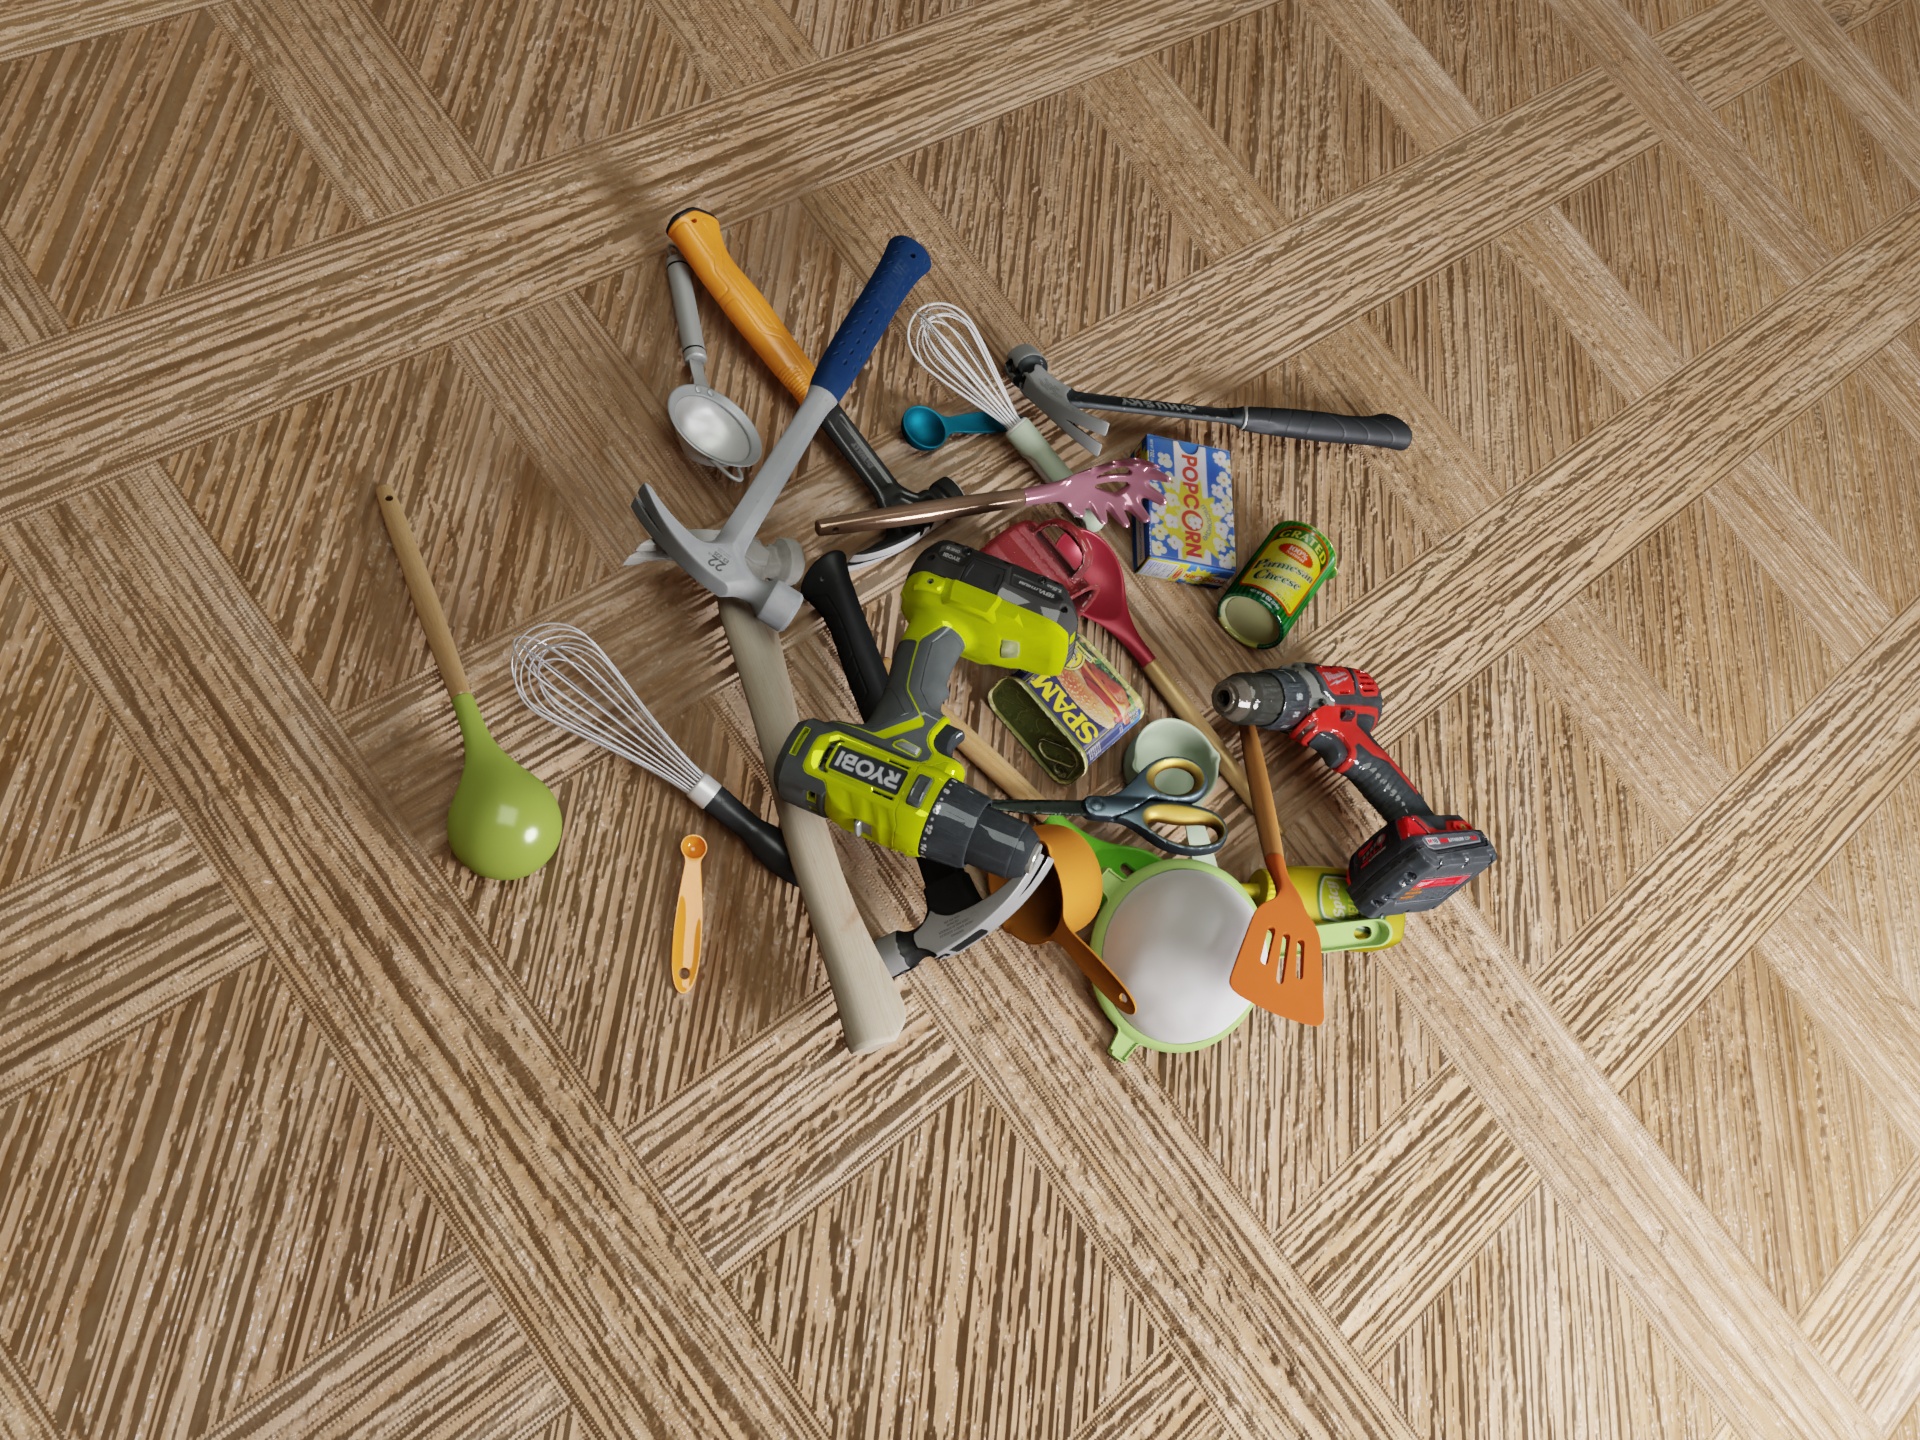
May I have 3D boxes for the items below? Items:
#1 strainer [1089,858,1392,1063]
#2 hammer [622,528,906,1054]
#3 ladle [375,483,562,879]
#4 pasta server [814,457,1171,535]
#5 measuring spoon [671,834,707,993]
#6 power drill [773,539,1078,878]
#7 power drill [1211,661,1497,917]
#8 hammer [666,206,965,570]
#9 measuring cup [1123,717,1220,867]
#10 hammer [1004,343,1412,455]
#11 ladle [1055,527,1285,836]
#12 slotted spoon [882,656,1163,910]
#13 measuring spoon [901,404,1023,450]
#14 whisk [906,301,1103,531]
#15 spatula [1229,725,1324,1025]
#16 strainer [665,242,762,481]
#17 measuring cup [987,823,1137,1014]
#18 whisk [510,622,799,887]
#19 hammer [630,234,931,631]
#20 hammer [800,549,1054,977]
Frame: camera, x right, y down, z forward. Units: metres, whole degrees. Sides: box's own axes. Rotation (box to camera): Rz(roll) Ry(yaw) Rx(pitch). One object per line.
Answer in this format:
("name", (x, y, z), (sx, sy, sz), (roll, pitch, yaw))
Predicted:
("strainer", (0.229, 0.179, 1.228), (0.256, 0.069, 0.151), (-4, 90, -15))
("hammer", (-0.131, 0.044, 1.164), (0.146, 0.038, 0.411), (-2, 66, -41))
("ladle", (-0.367, -0.032, 1.145), (0.078, 0.062, 0.320), (-17, 69, -24))
("pasta server", (0.030, -0.178, 1.316), (0.316, 0.060, 0.040), (-12, 39, -25))
("measuring spoon", (-0.197, 0.140, 1.150), (0.021, 0.011, 0.117), (8, 70, -18))
("power drill", (-0.002, -0.004, 1.143), (0.190, 0.080, 0.229), (22, 62, 11))
("power drill", (0.314, 0.045, 1.303), (0.187, 0.080, 0.227), (1, 51, -41))
("hammer", (-0.140, -0.282, 1.320), (0.127, 0.034, 0.337), (-36, 88, -30))
("measuring cup", (0.181, 0.082, 1.303), (0.083, 0.038, 0.168), (-7, 73, -23))
("hammer", (0.247, -0.278, 1.456), (0.408, 0.036, 0.149), (0, 37, -26))
("ladle", (0.178, -0.029, 1.354), (0.069, 0.031, 0.315), (-34, 85, -27))
("slotted spoon", (0.053, 0.057, 1.270), (0.314, 0.031, 0.070), (42, 65, 2))
("measuring spoon", (0.001, -0.254, 1.390), (0.128, 0.021, 0.042), (-11, 73, -34))
("whisk", (0.043, -0.261, 1.380), (0.059, 0.058, 0.246), (-41, 96, -4))
("spatula", (0.238, 0.100, 1.251), (0.081, 0.041, 0.323), (24, 33, -14))
("strainer", (-0.217, -0.291, 1.306), (0.086, 0.050, 0.259), (9, 57, -42))
("measuring cup", (0.091, 0.149, 1.189), (0.052, 0.095, 0.174), (-13, 48, -39))
("whisk", (-0.213, 0.031, 1.163), (0.284, 0.070, 0.070), (40, 60, -7))
("hammer", (-0.119, -0.257, 1.272), (0.144, 0.035, 0.406), (33, 55, -12))
("hammer", (-0.047, 0.015, 1.214), (0.146, 0.035, 0.335), (-28, 68, 15))
